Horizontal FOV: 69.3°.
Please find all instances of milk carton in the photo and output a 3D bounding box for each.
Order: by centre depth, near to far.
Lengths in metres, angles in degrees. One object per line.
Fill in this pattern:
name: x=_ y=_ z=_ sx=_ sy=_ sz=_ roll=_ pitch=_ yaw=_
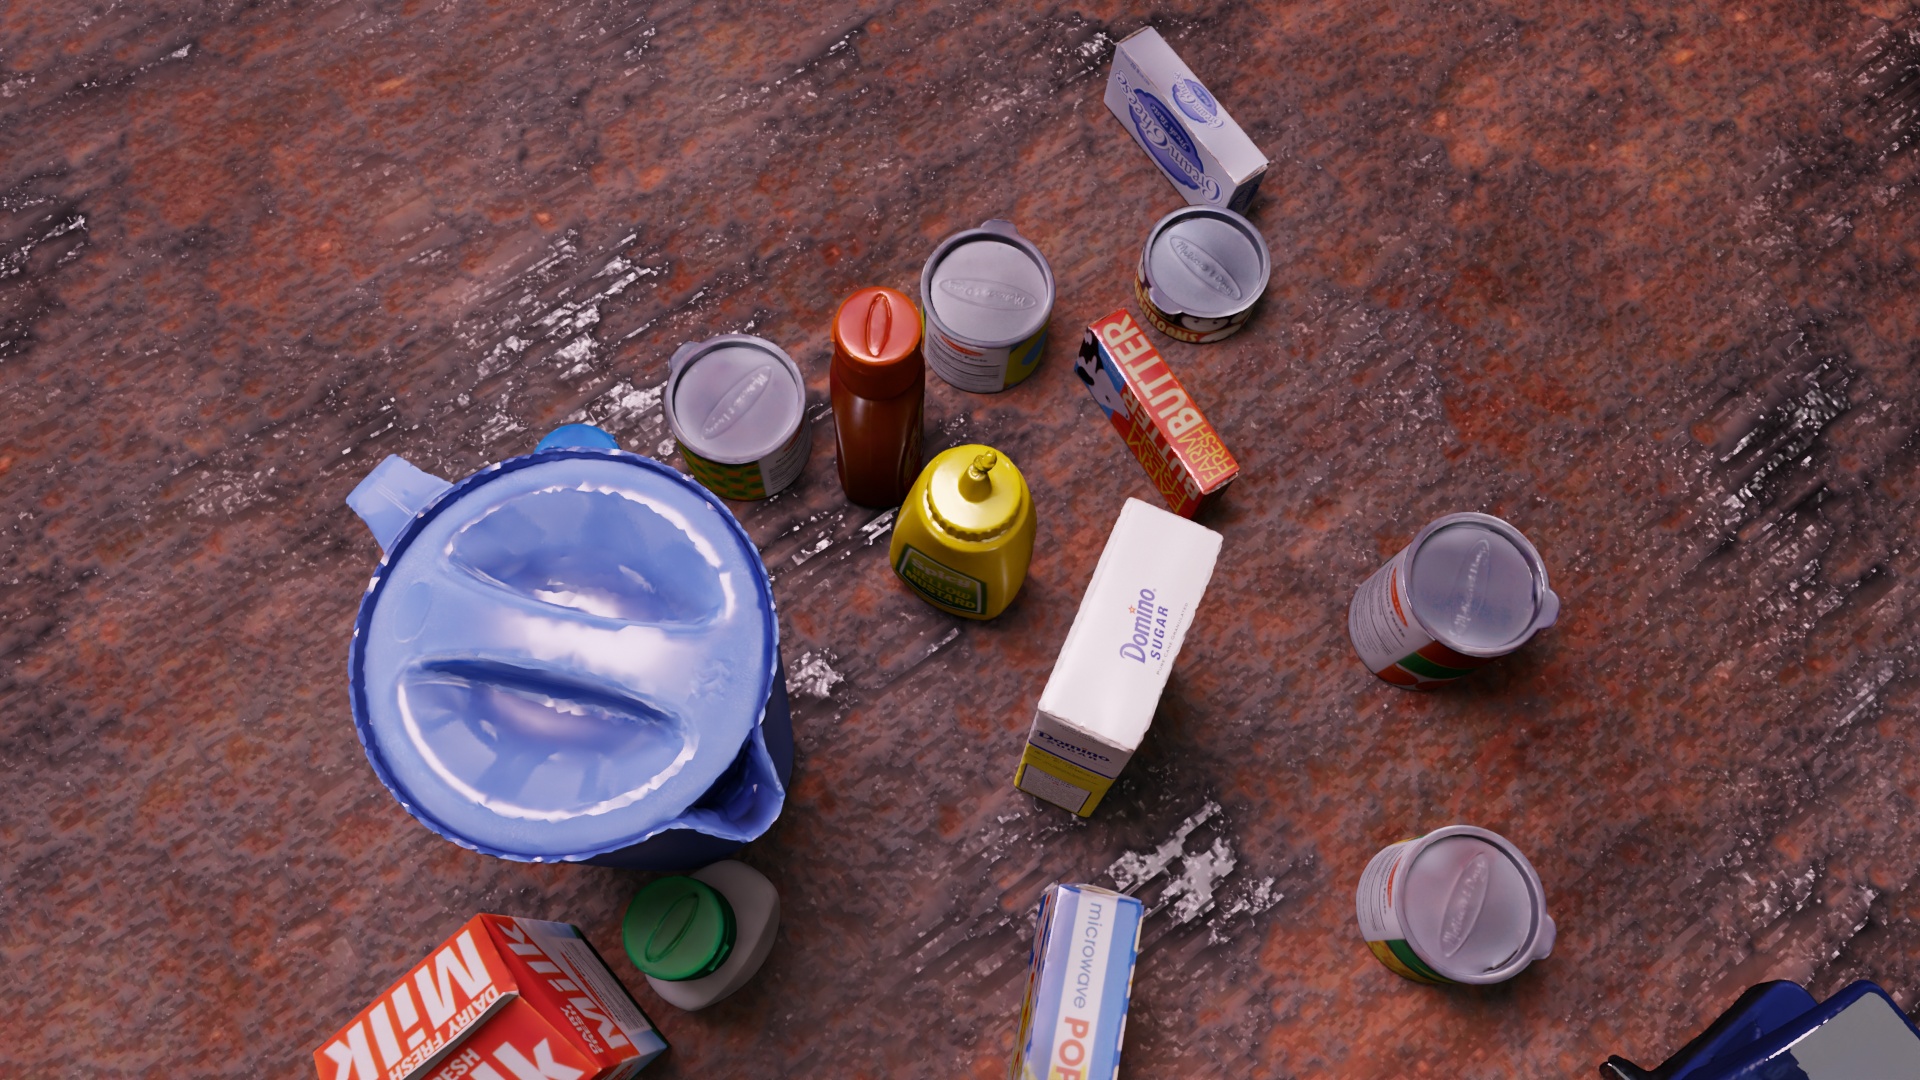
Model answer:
milk carton: x=-0.174 y=0.193 z=0.524 sx=0.072 sy=0.190 sz=0.073 roll=-40 pitch=78 yaw=-13

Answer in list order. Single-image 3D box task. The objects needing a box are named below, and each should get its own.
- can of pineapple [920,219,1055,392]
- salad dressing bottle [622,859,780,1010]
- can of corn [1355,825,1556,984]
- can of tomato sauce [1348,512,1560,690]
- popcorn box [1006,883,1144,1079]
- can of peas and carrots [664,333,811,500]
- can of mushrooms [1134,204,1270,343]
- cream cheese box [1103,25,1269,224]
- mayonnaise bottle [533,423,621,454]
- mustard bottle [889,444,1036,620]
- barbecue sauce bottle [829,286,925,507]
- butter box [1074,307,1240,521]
can of pineapple: x=0.014 y=-0.117 z=0.703 sx=0.071 sy=0.057 sz=0.071 roll=1 pitch=72 yaw=-2
salad dressing bottle: x=-0.104 y=0.158 z=0.561 sx=0.044 sy=0.147 sz=0.064 roll=33 pitch=74 yaw=8
can of corn: x=0.220 y=0.165 z=0.622 sx=0.071 sy=0.058 sz=0.071 roll=1 pitch=72 yaw=-2
can of tomato sauce: x=0.229 y=0.031 z=0.653 sx=0.071 sy=0.083 sz=0.071 roll=1 pitch=72 yaw=-2
popcorn box: x=0.044 y=0.212 z=0.584 sx=0.038 sy=0.085 sz=0.127 roll=12 pitch=72 yaw=1
can of peas and carrots: x=-0.109 y=-0.060 z=0.679 sx=0.071 sy=0.058 sz=0.071 roll=1 pitch=72 yaw=-2
can of mushrooms: x=0.124 y=-0.138 z=0.728 sx=0.071 sy=0.033 sz=0.071 roll=1 pitch=72 yaw=-2
cream cheese box: x=0.119 y=-0.219 z=0.744 sx=0.024 sy=0.053 sz=0.104 roll=-33 pitch=77 yaw=-12
mayonnaise bottle: x=-0.154 y=-0.008 z=0.613 sx=0.065 sy=0.147 sz=0.041 roll=23 pitch=73 yaw=5
mustard bottle: x=0.002 y=-0.008 z=0.614 sx=0.065 sy=0.159 sz=0.049 roll=25 pitch=73 yaw=5
barbecue sauce bottle: x=-0.037 y=-0.066 z=0.637 sx=0.044 sy=0.148 sz=0.065 roll=6 pitch=72 yaw=-1
butter box: x=0.097 y=-0.061 z=0.692 sx=0.024 sy=0.053 sz=0.103 roll=-30 pitch=76 yaw=-11
